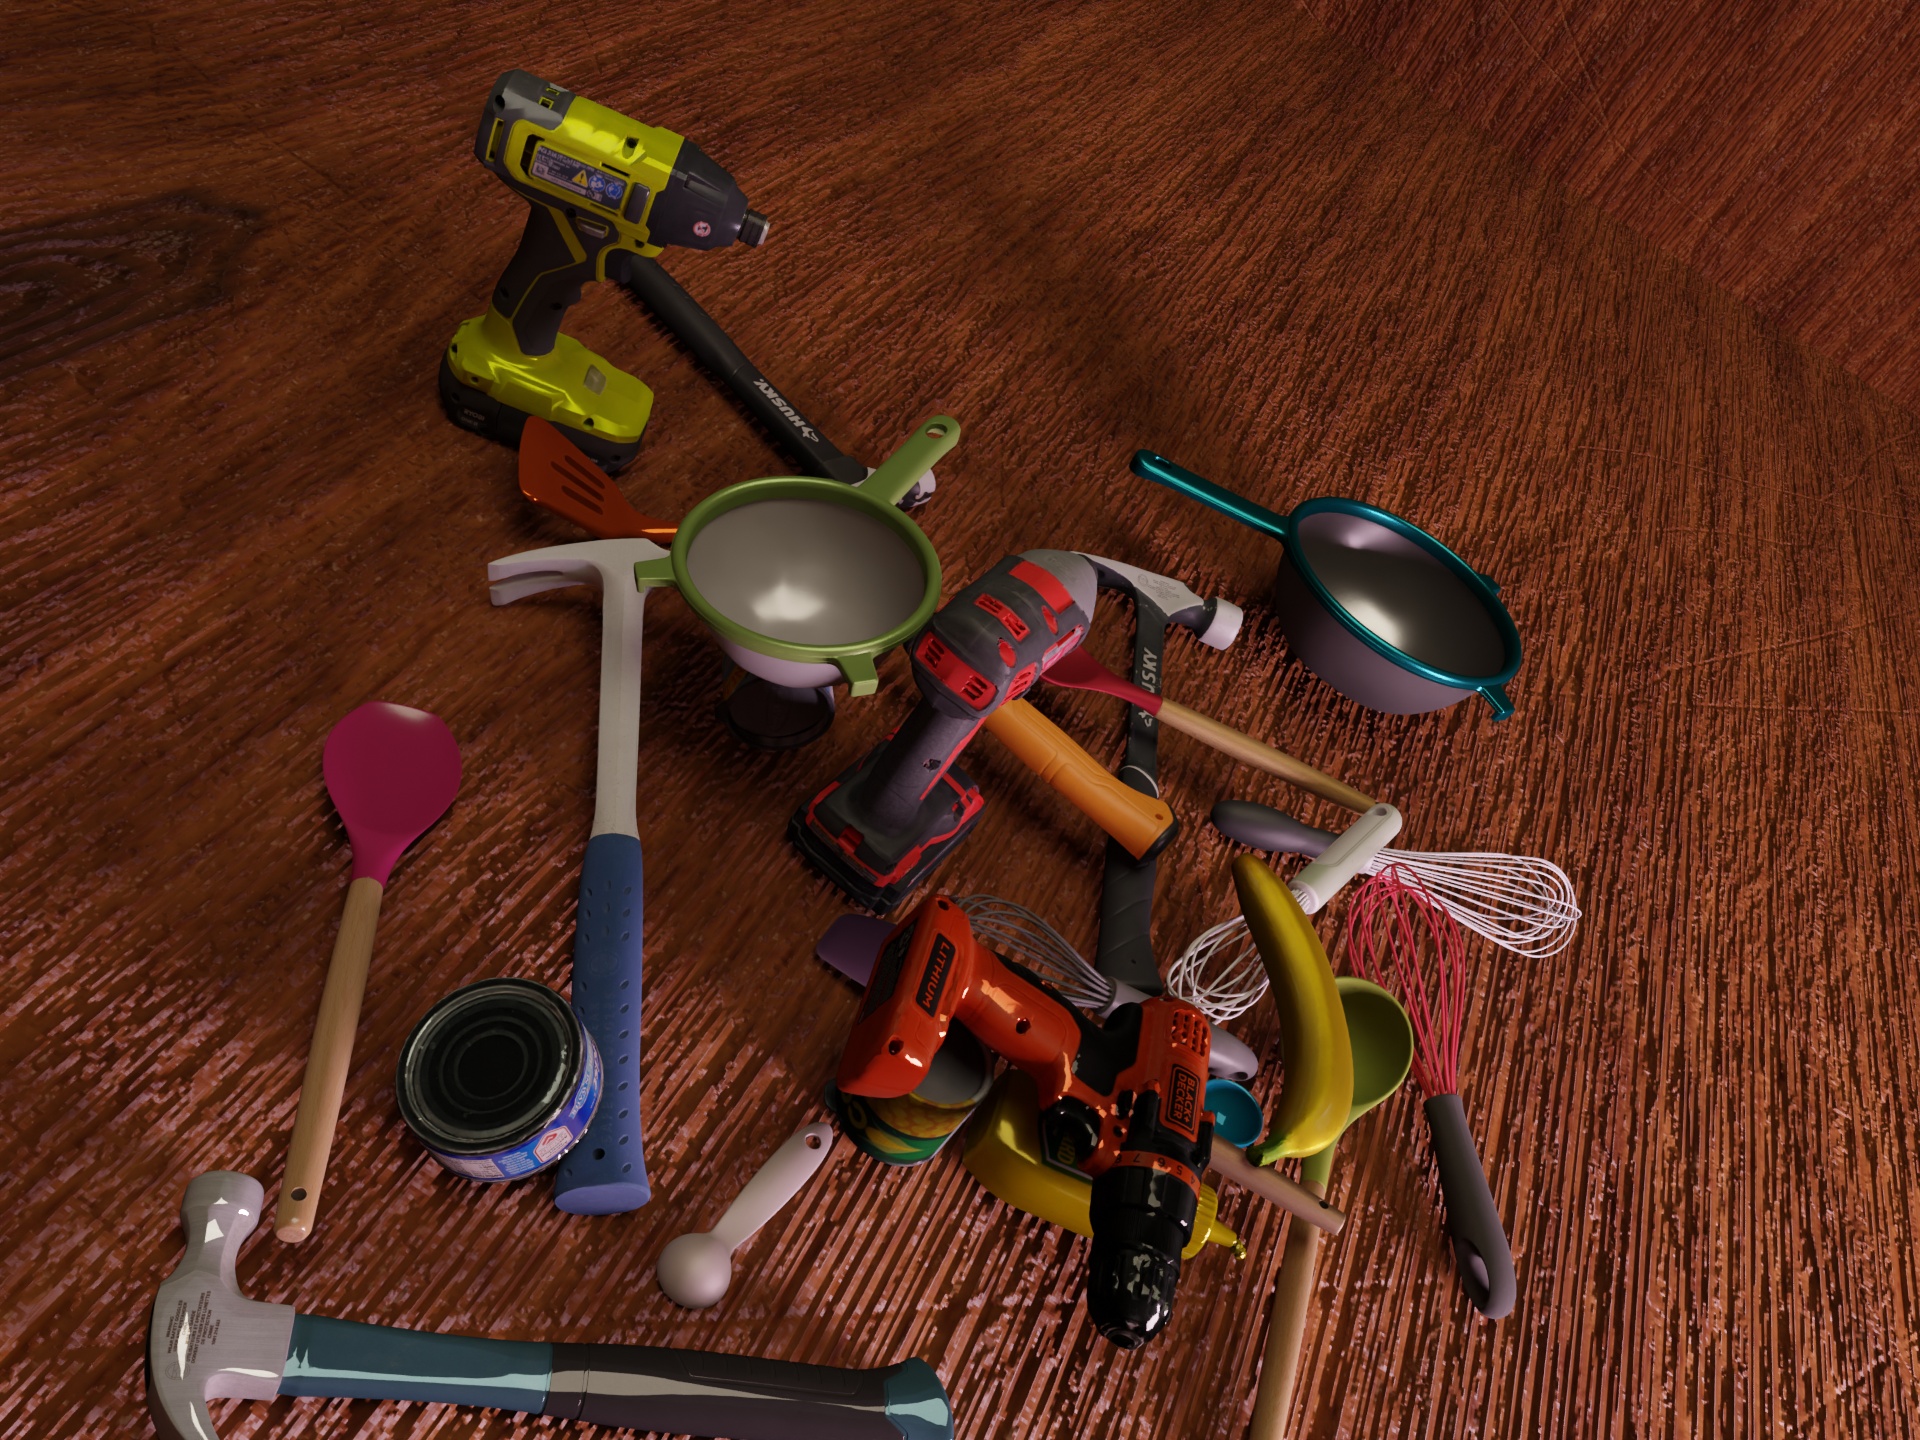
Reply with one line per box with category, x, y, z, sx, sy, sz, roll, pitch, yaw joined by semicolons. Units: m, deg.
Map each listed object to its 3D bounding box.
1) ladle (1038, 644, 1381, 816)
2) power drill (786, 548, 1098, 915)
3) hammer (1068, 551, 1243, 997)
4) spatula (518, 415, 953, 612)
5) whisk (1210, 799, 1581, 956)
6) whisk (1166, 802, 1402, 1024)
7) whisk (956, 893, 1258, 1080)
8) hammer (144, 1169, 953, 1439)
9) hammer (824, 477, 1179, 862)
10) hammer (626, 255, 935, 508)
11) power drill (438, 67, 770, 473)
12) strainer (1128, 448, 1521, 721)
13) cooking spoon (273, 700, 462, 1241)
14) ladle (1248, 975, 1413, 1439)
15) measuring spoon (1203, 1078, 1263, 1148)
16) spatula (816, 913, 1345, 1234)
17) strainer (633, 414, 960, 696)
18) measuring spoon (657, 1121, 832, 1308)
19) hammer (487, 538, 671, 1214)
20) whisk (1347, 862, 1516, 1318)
ladle;0.157;0.000;1.075;0.315;0.031;0.069;26;40;-8
power drill;-0.001;-0.003;0.880;0.078;0.219;0.143;40;41;8
hammer;0.117;0.026;1.071;0.149;0.036;0.409;23;42;-10
spatula;-0.134;-0.119;1.049;0.322;0.041;0.081;14;43;-22
whisk;0.303;0.103;1.101;0.284;0.070;0.070;16;43;-11
whisk;0.211;0.115;1.005;0.246;0.058;0.059;-33;115;-38
whisk;0.079;0.156;0.888;0.238;0.055;0.055;29;38;-26
hammer;-0.157;0.271;0.655;0.330;0.033;0.128;15;43;-20
hammer;-0.003;-0.027;0.998;0.337;0.034;0.127;41;38;10
hammer;-0.174;-0.261;1.169;0.335;0.035;0.146;47;42;16
power drill;-0.230;-0.269;0.995;0.171;0.223;0.080;20;42;-15
strainer;0.270;-0.103;1.252;0.340;0.095;0.211;26;38;-5
cooking spoon;-0.280;0.097;0.738;0.068;0.017;0.319;15;36;-20
ladle;0.191;0.269;0.863;0.078;0.062;0.320;20;43;7
measuring spoon;0.107;0.216;0.895;0.128;0.021;0.042;14;44;-8
spatula;0.065;0.189;0.863;0.316;0.018;0.060;29;34;9
strainer;-0.067;-0.098;0.937;0.151;0.069;0.256;25;45;12
measuring spoon;-0.095;0.226;0.749;0.034;0.018;0.124;40;40;8
hammer;-0.187;0.055;0.831;0.144;0.035;0.406;0;51;-9
whisk;0.292;0.216;0.978;0.073;0.073;0.296;13;49;-22
